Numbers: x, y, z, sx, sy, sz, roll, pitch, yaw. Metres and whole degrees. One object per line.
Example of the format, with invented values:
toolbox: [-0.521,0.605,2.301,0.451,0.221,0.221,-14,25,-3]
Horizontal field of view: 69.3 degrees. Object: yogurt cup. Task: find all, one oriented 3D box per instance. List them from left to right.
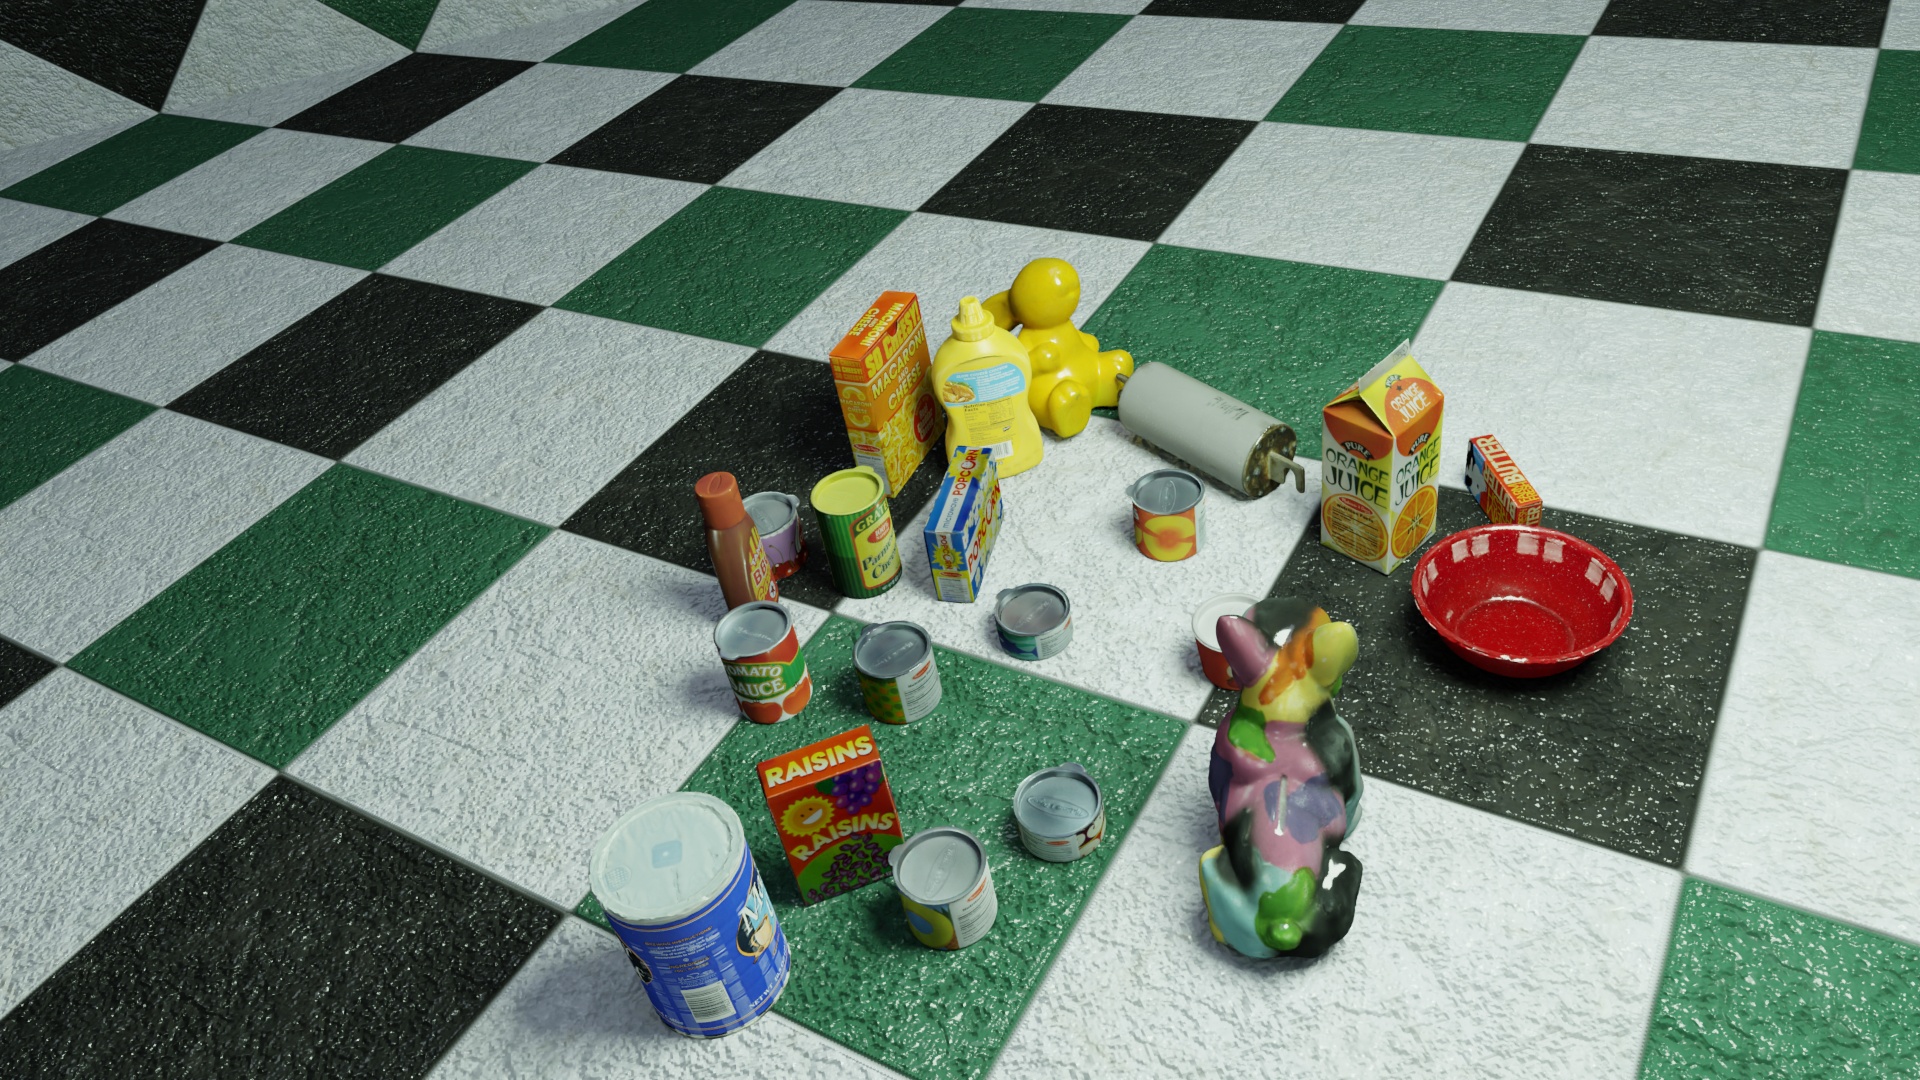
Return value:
yogurt cup: [0.222,0.084,1.122,0.072,0.053,0.073,-7,39,6]

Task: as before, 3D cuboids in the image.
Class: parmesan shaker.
parmesan shaker: [-0.092,-0.007,1.269,0.071,0.102,0.072,-7,39,6]

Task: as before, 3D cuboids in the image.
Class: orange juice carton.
orange juice carton: [0.354,-0.073,1.170,0.072,0.191,0.073,-35,44,-27]

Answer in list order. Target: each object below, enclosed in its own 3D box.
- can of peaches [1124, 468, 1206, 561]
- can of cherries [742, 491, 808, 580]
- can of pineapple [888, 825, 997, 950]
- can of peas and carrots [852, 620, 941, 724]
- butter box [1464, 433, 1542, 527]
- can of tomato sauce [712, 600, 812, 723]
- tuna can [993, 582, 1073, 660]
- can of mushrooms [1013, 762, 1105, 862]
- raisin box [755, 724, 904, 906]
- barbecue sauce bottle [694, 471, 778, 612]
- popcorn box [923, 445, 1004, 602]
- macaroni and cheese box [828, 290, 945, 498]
can of peaches: [0.187,-0.023,1.257,0.071,0.057,0.071,-7,39,6]
can of cherries: [-0.180,-0.004,1.323,0.071,0.058,0.072,-7,39,6]
can of pineapple: [-0.011,0.244,0.980,0.071,0.057,0.071,-7,39,6]
can of peas and carrots: [-0.054,0.109,1.154,0.071,0.058,0.071,-7,39,6]
butter box: [0.474,-0.043,1.215,0.024,0.052,0.104,-12,39,0]
can of tomato sauce: [-0.165,0.104,1.167,0.071,0.082,0.071,-7,39,6]
tuna can: [0.061,0.069,1.195,0.071,0.032,0.071,-7,39,6]
can of mushrooms: [0.075,0.201,1.030,0.071,0.033,0.071,-7,39,6]
raisin box: [-0.090,0.199,1.002,0.086,0.122,0.040,-18,39,-8]
barbecue sauce bottle: [-0.201,0.007,1.242,0.044,0.147,0.065,-3,39,10]
popcorn box: [0.005,-0.016,1.271,0.038,0.084,0.127,2,41,16]
macaroni and cheese box: [-0.069,-0.146,1.382,0.040,0.165,0.124,10,43,24]
